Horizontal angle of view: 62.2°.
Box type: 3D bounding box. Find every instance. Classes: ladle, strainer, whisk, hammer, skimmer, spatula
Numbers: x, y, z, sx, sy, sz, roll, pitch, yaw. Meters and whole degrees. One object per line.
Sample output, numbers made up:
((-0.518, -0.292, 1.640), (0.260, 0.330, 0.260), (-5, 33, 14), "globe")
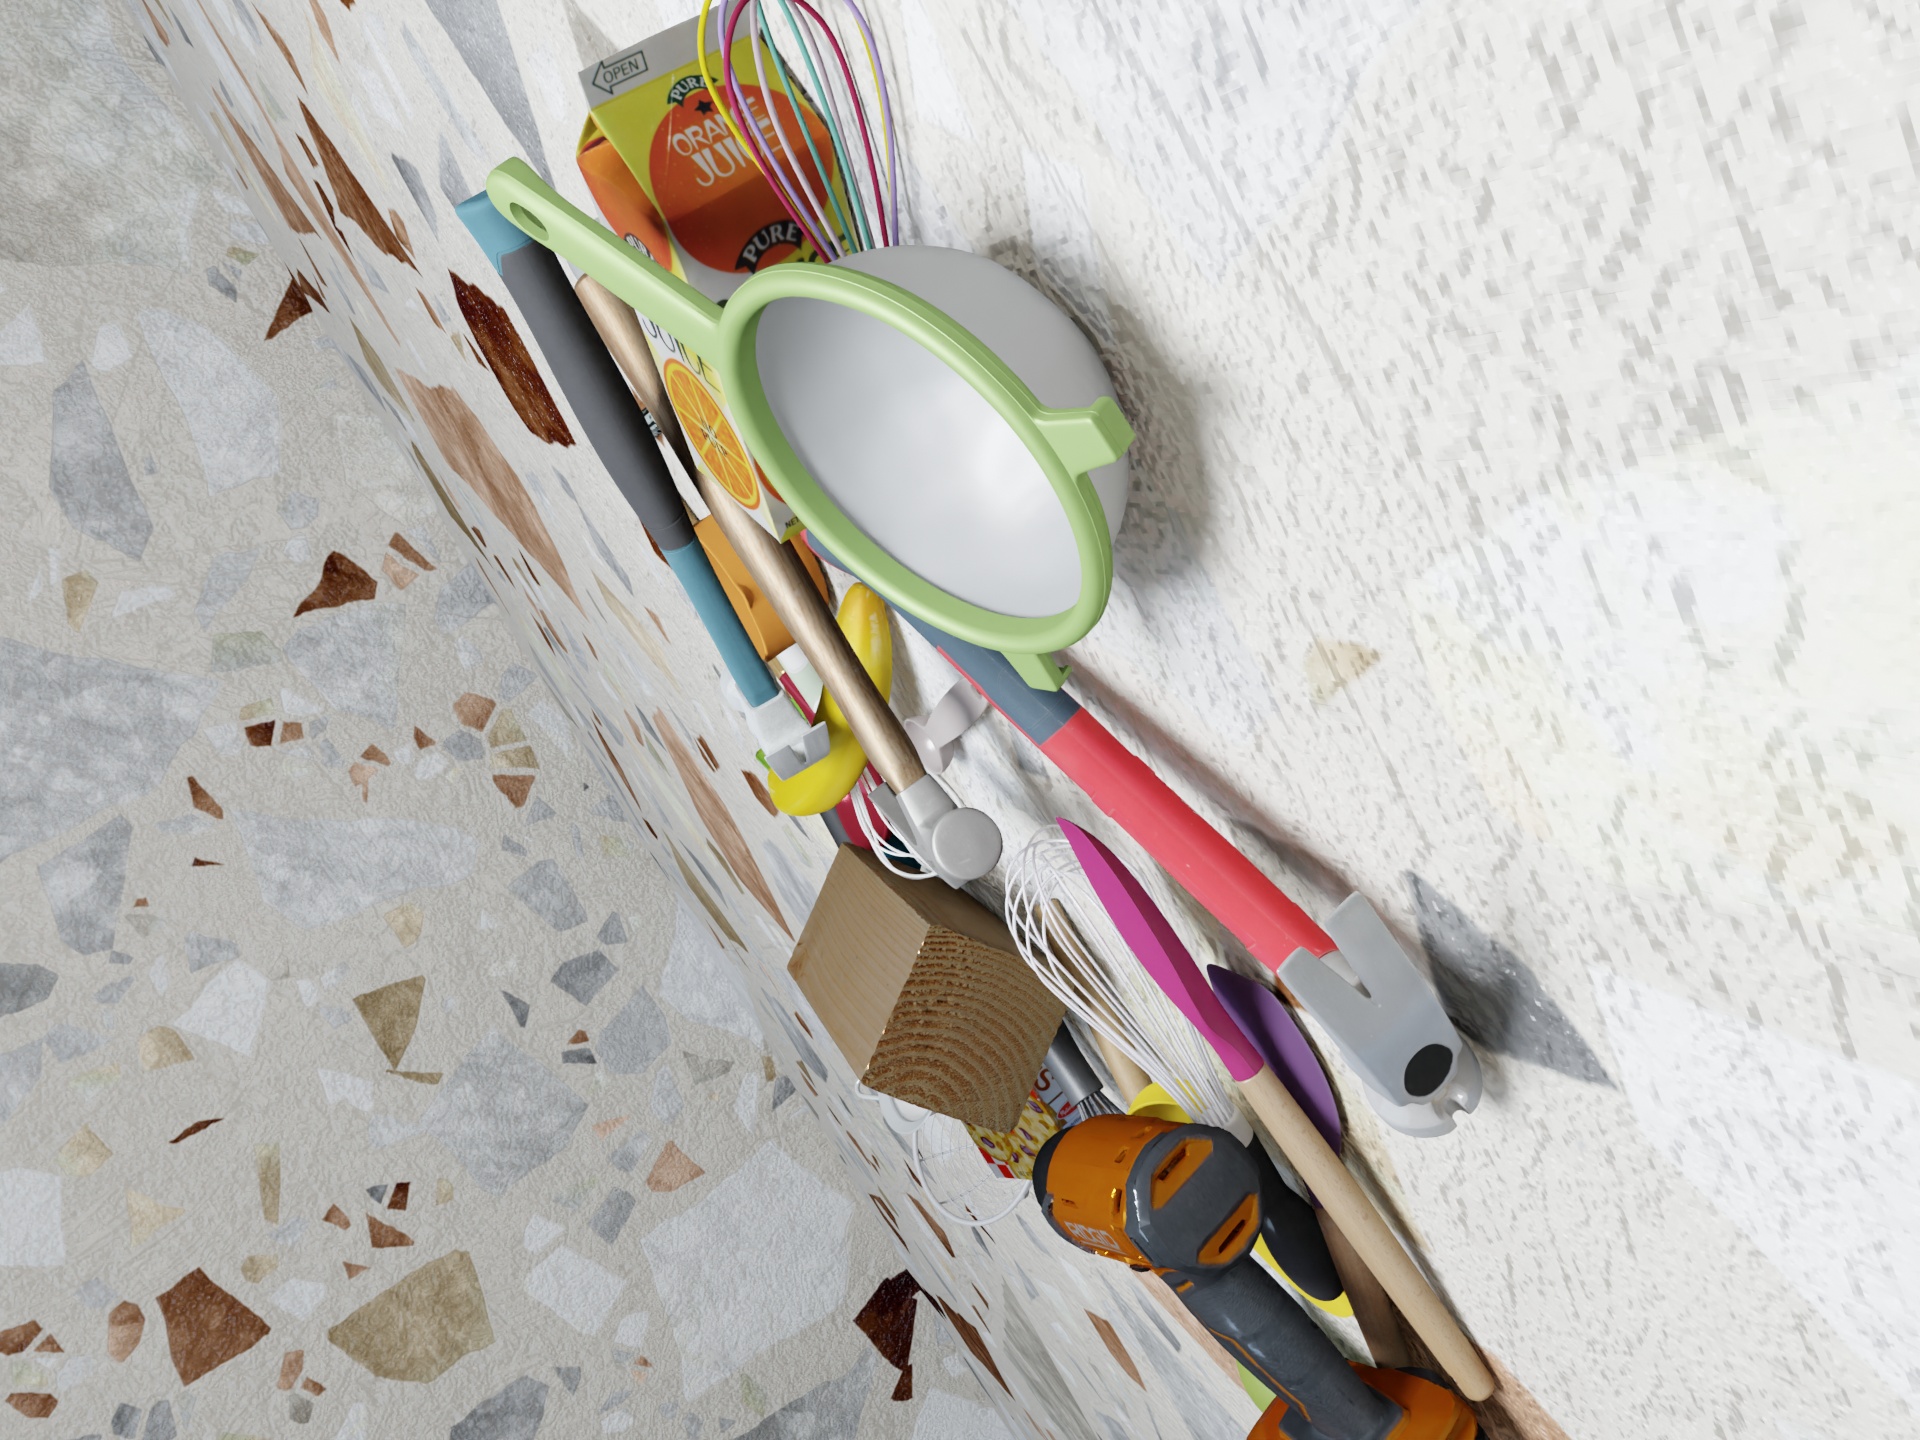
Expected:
((0.126, 0.235, 0.848), (0.320, 0.062, 0.078), (63, 159, 1), "ladle")
((-0.041, -0.126, 0.517), (0.256, 0.069, 0.151), (36, 157, 14), "strainer")
((-0.073, -0.005, 0.938), (0.246, 0.058, 0.059), (54, -166, 23), "whisk")
((-0.127, -0.050, 1.038), (0.315, 0.031, 0.069), (55, 141, 14), "ladle")
((-0.083, -0.067, 0.743), (0.331, 0.031, 0.130), (58, 171, 2), "hammer")
((-0.138, -0.097, 0.734), (0.128, 0.033, 0.330), (50, 167, 48), "hammer")
((0.106, 0.167, 0.738), (0.284, 0.070, 0.070), (57, 164, -15), "whisk")
((0.074, 0.222, 0.945), (0.239, 0.055, 0.055), (56, 164, 18), "whisk")
((-0.047, 0.189, 1.144), (0.127, 0.090, 0.363), (-18, 104, 40), "skimmer")
((0.177, 0.237, 0.728), (0.060, 0.018, 0.315), (19, 139, 55), "spatula")
((0.034, -0.003, 0.602), (0.387, 0.038, 0.143), (45, 179, 41), "hammer")
((0.005, 0.191, 0.965), (0.258, 0.050, 0.087), (133, 142, -52), "strainer")
((-0.033, -0.150, 0.563), (0.051, 0.047, 0.244), (40, 160, 41), "whisk")

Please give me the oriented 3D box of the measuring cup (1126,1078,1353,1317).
((0.146, 0.242, 0.807), (0.156, 0.029, 0.062), (45, 124, -6), "measuring cup")

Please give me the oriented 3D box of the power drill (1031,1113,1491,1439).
((0.125, 0.274, 0.729), (0.226, 0.084, 0.164), (51, 158, -5), "power drill")

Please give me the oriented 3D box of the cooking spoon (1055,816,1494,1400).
((0.135, 0.165, 0.666), (0.318, 0.017, 0.069), (54, 172, -10), "cooking spoon")

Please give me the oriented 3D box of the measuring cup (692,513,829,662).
((-0.132, -0.118, 0.884), (0.173, 0.052, 0.095), (63, 163, -13), "measuring cup")

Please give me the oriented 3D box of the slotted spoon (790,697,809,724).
((-0.035, 0.118, 1.091), (0.314, 0.031, 0.070), (55, 175, -1), "slotted spoon")

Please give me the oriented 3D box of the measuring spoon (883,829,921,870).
((-0.057, 0.049, 1.051), (0.129, 0.021, 0.042), (62, -175, 14), "measuring spoon")

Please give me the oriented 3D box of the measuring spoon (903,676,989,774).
((-0.001, -0.003, 0.803), (0.034, 0.018, 0.124), (55, 157, 5), "measuring spoon")
